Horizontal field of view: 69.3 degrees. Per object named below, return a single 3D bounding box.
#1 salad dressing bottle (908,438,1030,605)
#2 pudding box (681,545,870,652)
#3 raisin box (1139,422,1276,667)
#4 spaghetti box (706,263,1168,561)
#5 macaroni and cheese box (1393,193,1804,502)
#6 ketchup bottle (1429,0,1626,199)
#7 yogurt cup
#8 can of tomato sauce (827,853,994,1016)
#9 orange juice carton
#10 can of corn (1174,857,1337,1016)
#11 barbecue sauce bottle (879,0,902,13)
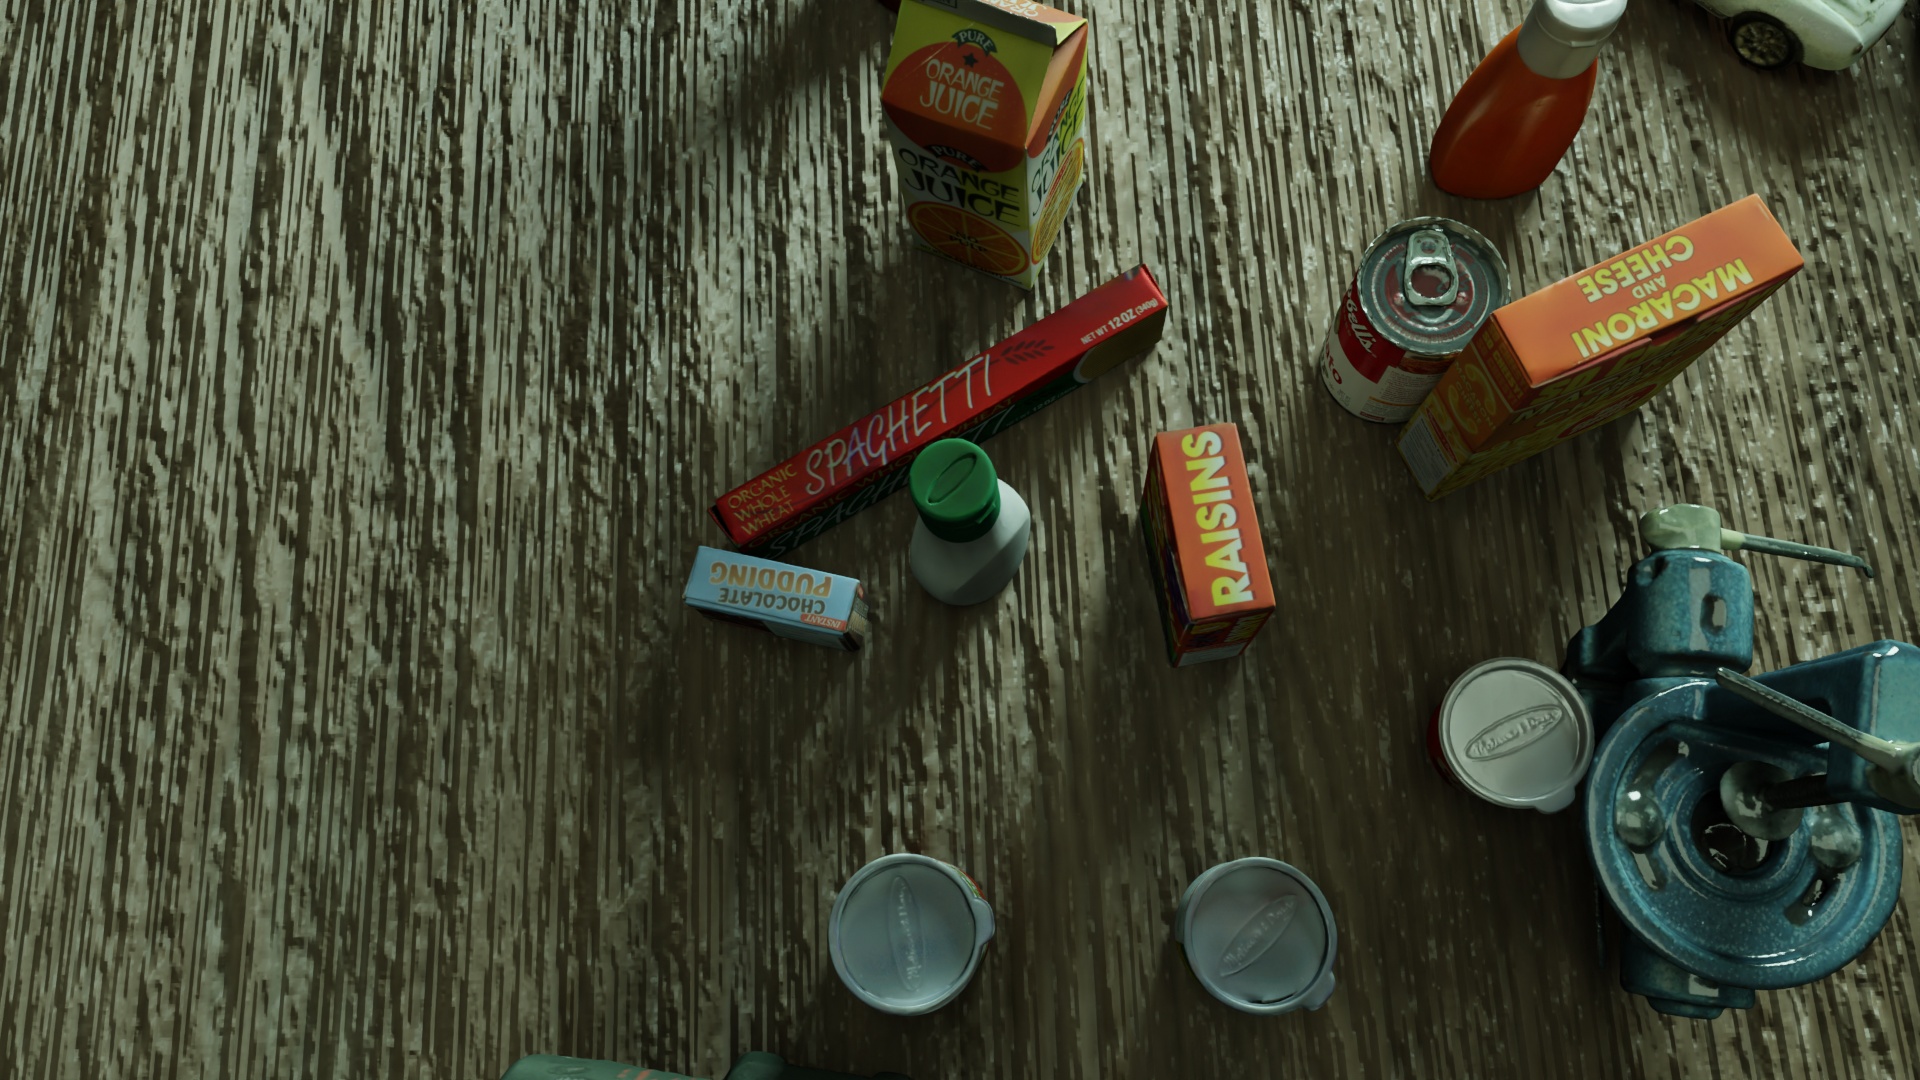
[{"bbox_3d":[0.002,-0.008,0.640,0.044,0.147,0.064,42,82,12],"label":"salad dressing bottle"},{"bbox_3d":[-0.090,0.030,0.687,0.084,0.049,0.030,12,77,7],"label":"pudding box"},{"bbox_3d":[0.111,0.005,0.642,0.040,0.123,0.086,-9,76,2],"label":"raisin box"},{"bbox_3d":[-0.009,-0.062,0.705,0.250,0.050,0.029,-30,76,-4],"label":"spaghetti box"},{"bbox_3d":[0.279,-0.079,0.630,0.124,0.166,0.040,-24,76,-2],"label":"macaroni and cheese box"},{"bbox_3d":[0.278,-0.219,0.676,0.065,0.148,0.043,-2,76,4],"label":"ketchup bottle"},{"bbox_3d":[0.251,0.092,0.646,0.072,0.054,0.072,-1,76,4],"label":"yogurt cup"},{"bbox_3d":[-0.019,0.175,0.628,0.071,0.083,0.071,-1,76,4],"label":"can of tomato sauce"},{"bbox_3d":[0.014,-0.200,0.666,0.072,0.192,0.073,23,79,9],"label":"orange juice carton"},{"bbox_3d":[0.134,0.180,0.629,0.071,0.058,0.071,-1,76,4],"label":"can of corn"},{"bbox_3d":[-0.040,-0.345,0.730,0.044,0.148,0.065,-31,76,-4],"label":"barbecue sauce bottle"}]
